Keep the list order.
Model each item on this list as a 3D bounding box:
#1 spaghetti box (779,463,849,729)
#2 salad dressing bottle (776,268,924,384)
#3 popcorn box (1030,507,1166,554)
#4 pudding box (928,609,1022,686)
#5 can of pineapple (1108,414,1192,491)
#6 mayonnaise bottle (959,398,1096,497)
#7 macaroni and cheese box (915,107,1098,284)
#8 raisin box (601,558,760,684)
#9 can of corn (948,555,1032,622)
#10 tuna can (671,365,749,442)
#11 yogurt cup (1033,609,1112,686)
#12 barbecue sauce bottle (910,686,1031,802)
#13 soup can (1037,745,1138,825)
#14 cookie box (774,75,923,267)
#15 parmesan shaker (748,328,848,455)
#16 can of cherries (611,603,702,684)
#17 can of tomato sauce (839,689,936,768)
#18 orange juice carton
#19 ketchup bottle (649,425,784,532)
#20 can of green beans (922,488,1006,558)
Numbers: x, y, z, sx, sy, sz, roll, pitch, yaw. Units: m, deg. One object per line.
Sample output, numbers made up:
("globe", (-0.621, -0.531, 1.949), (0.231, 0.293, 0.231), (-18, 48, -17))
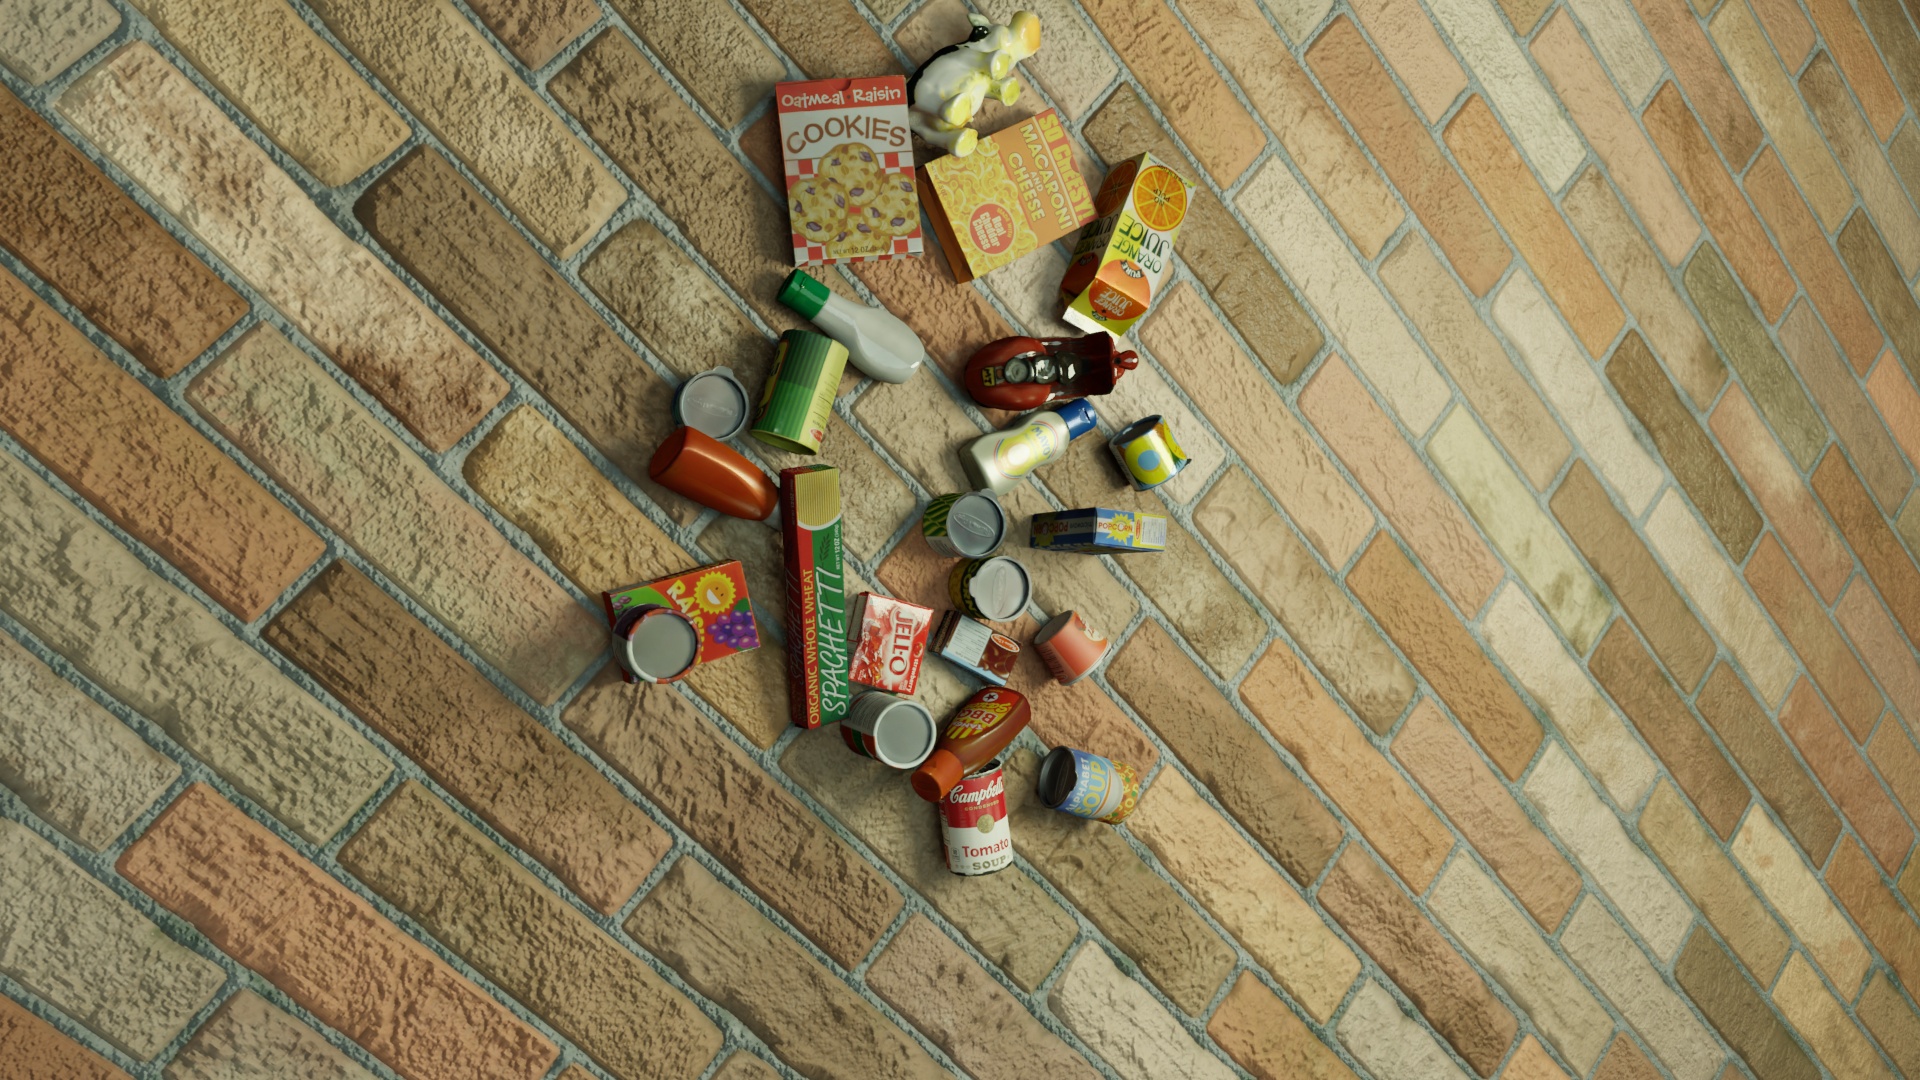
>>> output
("spaghetti box", (-0.136, 0.055, 1.300), (0.050, 0.028, 0.249), (-11, 106, -37))
("salad dressing bottle", (-0.105, -0.206, 1.333), (0.147, 0.044, 0.064), (32, 63, -22))
("popcorn box", (0.139, -0.008, 1.411), (0.085, 0.126, 0.038), (5, 85, -27))
("pudding box", (0.015, 0.109, 1.402), (0.083, 0.030, 0.050), (29, 77, -24))
("can of pineapple", (0.201, -0.094, 1.474), (0.071, 0.071, 0.057), (-38, 106, -21))
("mayonnaise bottle", (0.073, -0.100, 1.424), (0.148, 0.041, 0.064), (-30, 102, -23))
("macaroni and cheese box", (0.048, -0.351, 1.411), (0.167, 0.040, 0.123), (-30, 104, -23))
("raisin box", (-0.253, 0.073, 1.263), (0.124, 0.040, 0.086), (-16, 96, -24))
("can of corn", (0.027, 0.047, 1.392), (0.071, 0.058, 0.071), (0, 91, -27))
("tuna can", (-0.230, -0.125, 1.277), (0.071, 0.033, 0.071), (0, 91, -27))
("yogurt cup", (0.113, 0.109, 1.434), (0.072, 0.072, 0.054), (-45, 101, -19))
("barbecue sauce bottle", (0.007, 0.198, 1.352), (0.149, 0.065, 0.043), (-40, 125, -46))
("soup can", (0.134, 0.255, 1.439), (0.084, 0.071, 0.071), (20, 82, -26))
("cookie box", (-0.106, -0.349, 1.315), (0.123, 0.040, 0.167), (-6, 94, -8))
("parmesan shaker", (-0.150, -0.138, 1.301), (0.071, 0.071, 0.103), (21, 80, -25))
("can of cherries", (-0.261, 0.087, 1.203), (0.071, 0.058, 0.071), (0, 91, -26))
("can of tomato sauce", (-0.068, 0.181, 1.331), (0.071, 0.083, 0.071), (0, 90, -26))
("orange juice carton", (0.169, -0.301, 1.454), (0.072, 0.073, 0.193), (27, 79, -24))
("ketchup bottle", (-0.207, -0.049, 1.275), (0.148, 0.064, 0.044), (29, 42, -32))
("can of green beans", (0.004, -0.015, 1.380), (0.071, 0.058, 0.071), (0, 91, -26))
